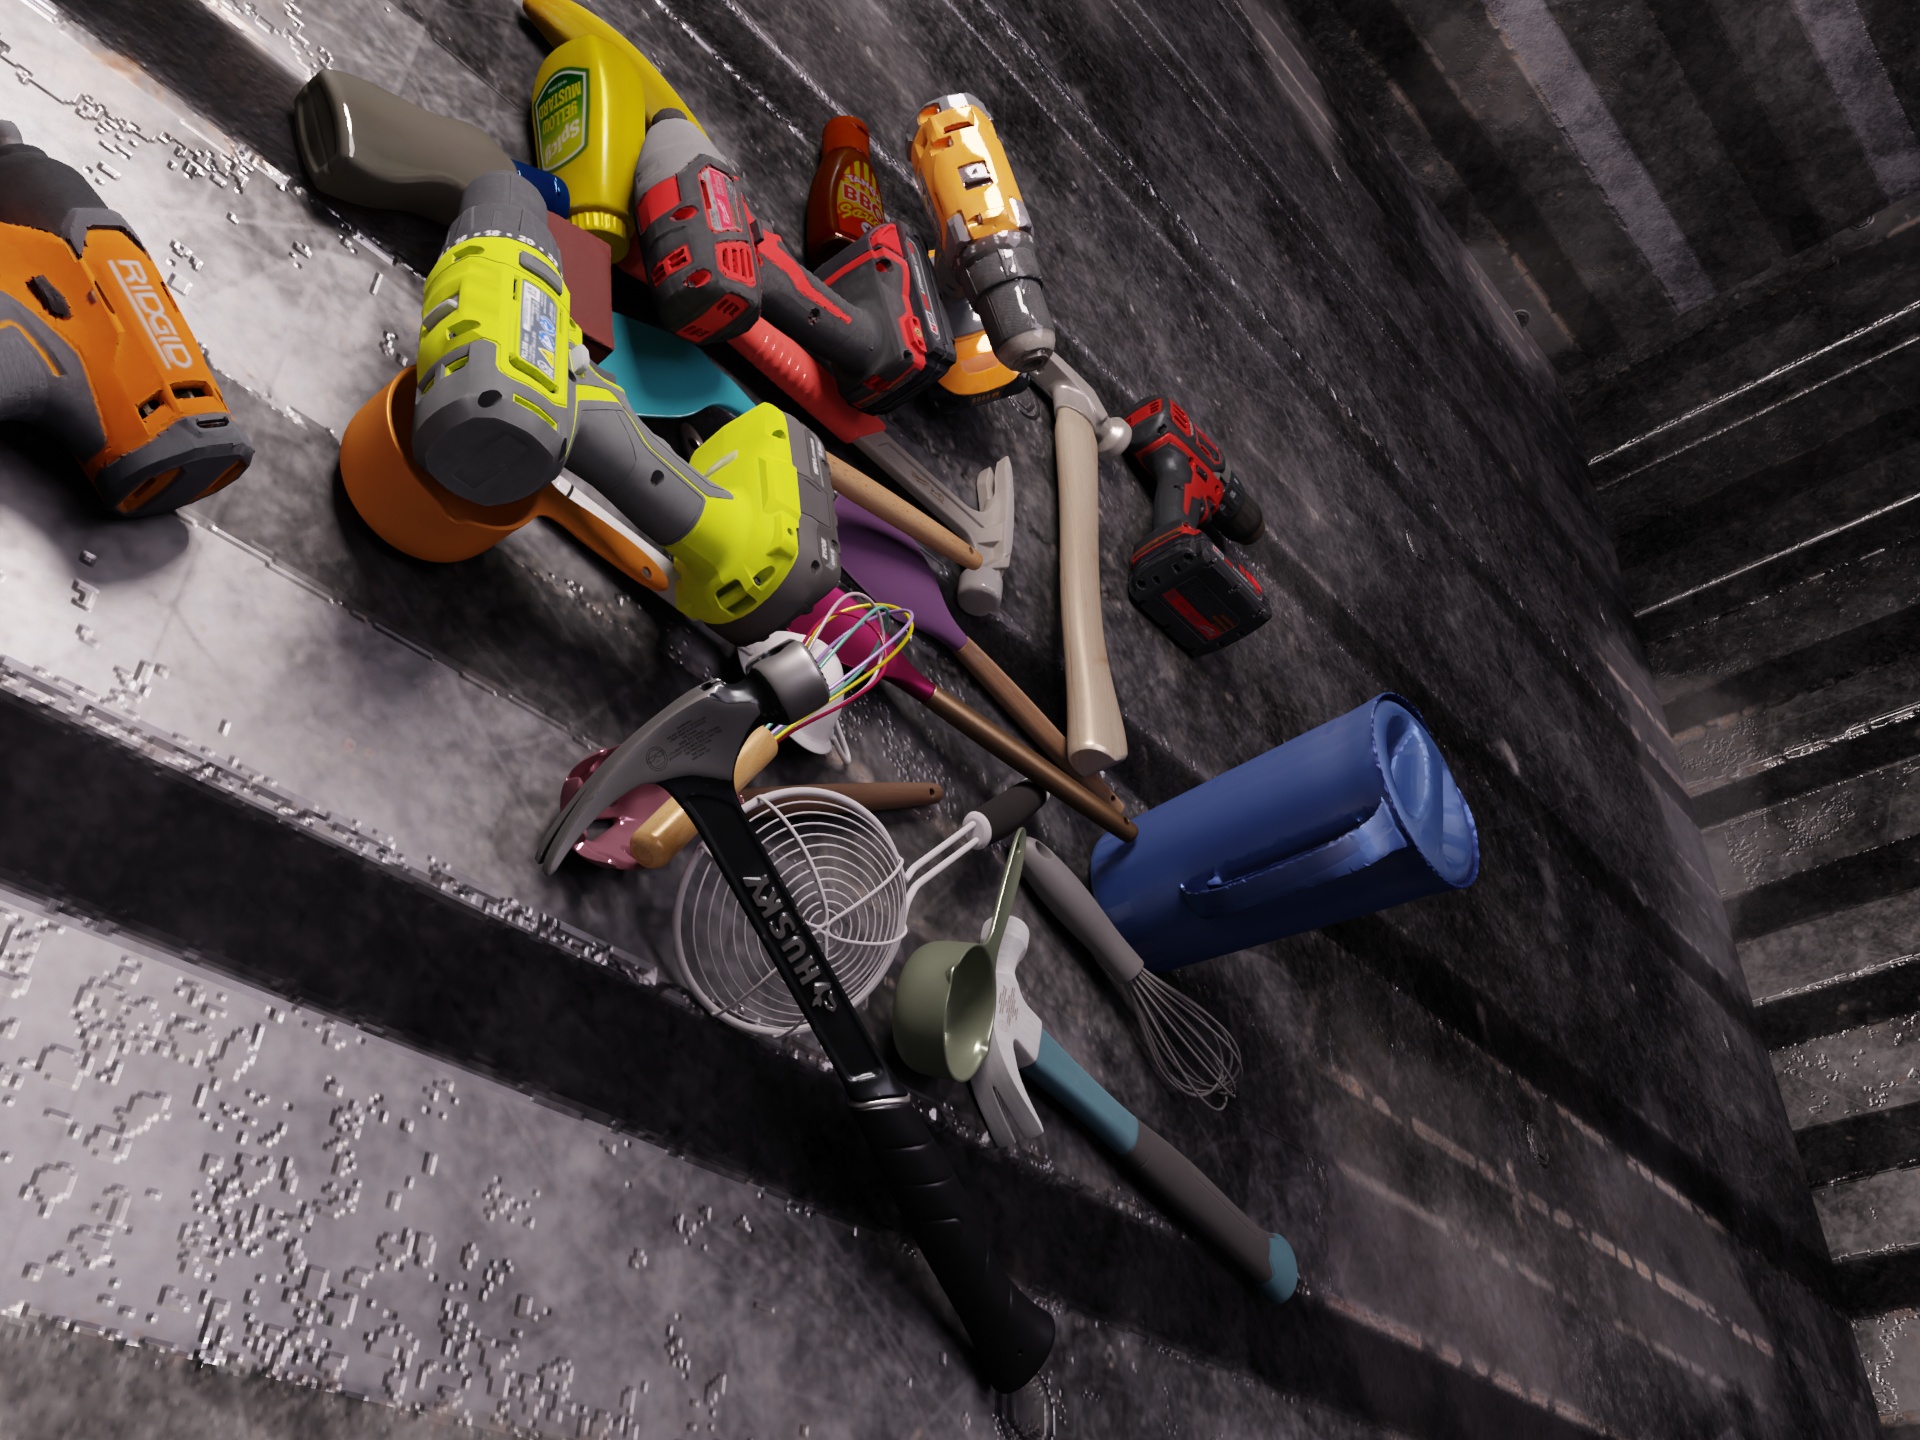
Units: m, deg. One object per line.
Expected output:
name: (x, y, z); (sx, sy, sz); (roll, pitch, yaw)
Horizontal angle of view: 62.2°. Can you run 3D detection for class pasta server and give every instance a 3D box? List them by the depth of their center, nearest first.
pasta server: (-0.099, 0.044, 0.860); (0.316, 0.040, 0.060); (1, 82, -56)

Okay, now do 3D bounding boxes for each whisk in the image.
whisk: (-0.095, -0.001, 0.823); (0.047, 0.051, 0.245); (37, 43, 3)
whisk: (0.111, 0.169, 1.062); (0.239, 0.055, 0.055); (50, 34, -12)

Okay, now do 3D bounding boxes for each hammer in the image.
hammer: (-0.052, 0.171, 0.766); (0.149, 0.036, 0.408); (-31, 111, -15)
hammer: (0.113, 0.267, 1.001); (0.330, 0.033, 0.128); (46, 36, -25)
hammer: (-0.087, -0.220, 1.065); (0.358, 0.036, 0.149); (38, 40, -35)
hammer: (0.086, -0.133, 1.228); (0.146, 0.038, 0.411); (35, 39, -34)

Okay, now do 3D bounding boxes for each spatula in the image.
spatula: (-0.102, -0.160, 0.987); (0.317, 0.044, 0.082); (28, 47, -40)
spatula: (0.017, -0.037, 1.094); (0.315, 0.018, 0.060); (46, 55, -25)

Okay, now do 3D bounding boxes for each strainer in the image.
strainer: (-0.138, -0.060, 0.880); (0.258, 0.050, 0.087); (39, 24, -28)

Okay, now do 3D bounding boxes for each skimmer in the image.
skimmer: (-0.038, 0.076, 0.922); (0.363, 0.090, 0.127); (-26, 113, -68)

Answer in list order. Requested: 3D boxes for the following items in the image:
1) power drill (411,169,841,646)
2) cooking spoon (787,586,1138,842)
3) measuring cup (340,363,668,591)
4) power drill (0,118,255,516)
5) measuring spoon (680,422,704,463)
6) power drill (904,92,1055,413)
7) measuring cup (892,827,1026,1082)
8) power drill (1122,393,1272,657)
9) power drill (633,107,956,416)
power drill: (-0.165, -0.153, 0.787); (0.228, 0.080, 0.191); (35, 36, -44)
cooking spoon: (-0.002, -0.003, 1.015); (0.318, 0.017, 0.069); (34, 34, -25)
measuring cup: (-0.222, -0.100, 0.779); (0.173, 0.052, 0.095); (36, 40, -42)
power drill: (-0.382, -0.144, 0.562); (0.164, 0.084, 0.226); (62, 28, -1)
measuring spoon: (-0.147, -0.122, 0.937); (0.034, 0.018, 0.124); (9, 54, -55)
power drill: (0.013, -0.292, 1.104); (0.226, 0.084, 0.185); (103, -32, -76)
measuring cup: (0.002, 0.126, 0.909); (0.083, 0.038, 0.168); (70, 30, -44)
power drill: (0.219, -0.166, 1.423); (0.187, 0.080, 0.227); (38, 37, -34)
power drill: (-0.106, -0.278, 0.969); (0.219, 0.078, 0.143); (10, 59, -52)
